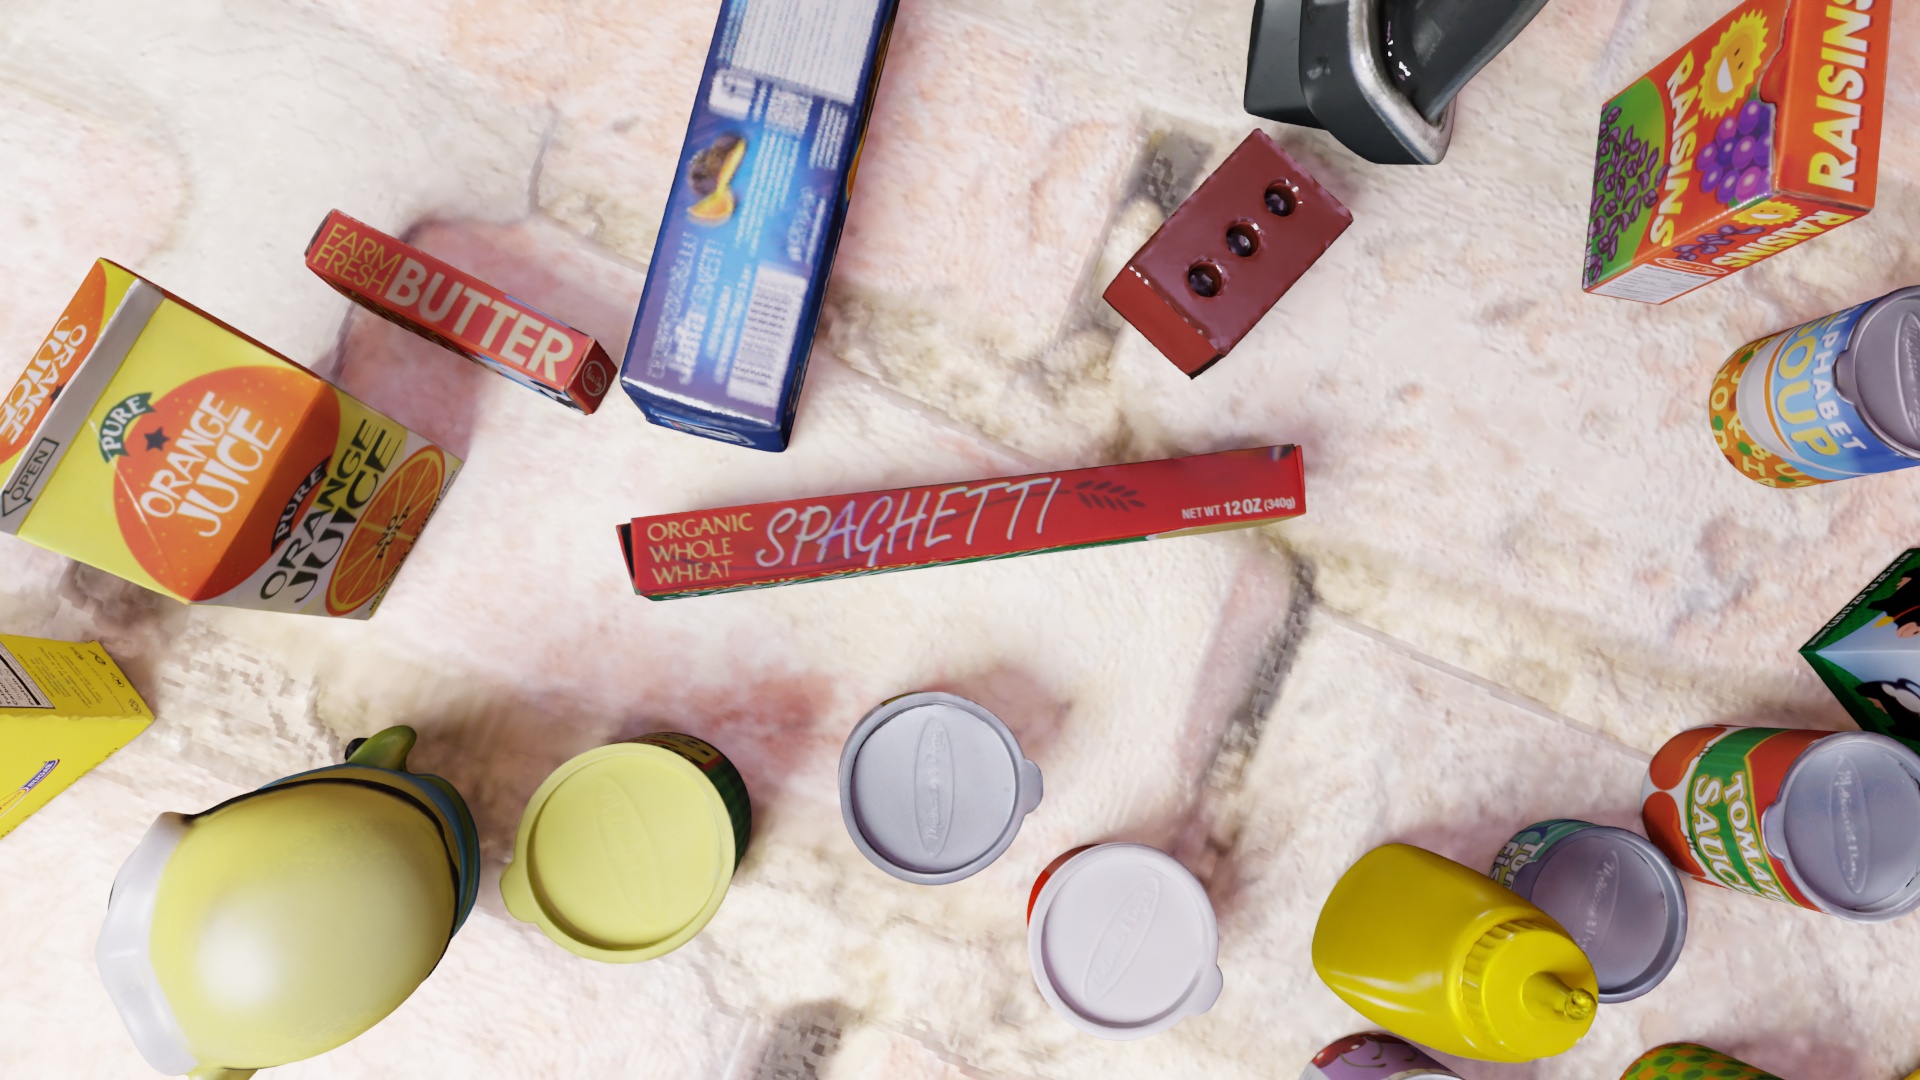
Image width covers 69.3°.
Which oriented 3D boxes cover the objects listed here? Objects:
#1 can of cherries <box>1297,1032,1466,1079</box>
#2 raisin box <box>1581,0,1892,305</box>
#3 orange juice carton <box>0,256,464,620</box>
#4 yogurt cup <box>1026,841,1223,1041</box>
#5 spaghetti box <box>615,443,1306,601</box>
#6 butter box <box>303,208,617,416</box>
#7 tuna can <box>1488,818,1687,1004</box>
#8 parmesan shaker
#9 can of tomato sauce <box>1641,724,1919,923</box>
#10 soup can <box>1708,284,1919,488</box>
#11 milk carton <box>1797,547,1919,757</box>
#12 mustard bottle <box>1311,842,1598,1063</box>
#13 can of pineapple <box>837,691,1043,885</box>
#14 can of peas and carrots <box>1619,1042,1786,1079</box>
[{"bbox_3d":[0.164,0.221,0.510,0.071,0.058,0.071,1,84,-6],"label":"can of cherries"},{"bbox_3d":[0.289,-0.148,0.528,0.040,0.123,0.086,11,84,-5],"label":"raisin box"},{"bbox_3d":[-0.226,-0.025,0.427,0.073,0.192,0.072,29,83,-2],"label":"orange juice carton"},{"bbox_3d":[0.055,0.142,0.509,0.072,0.054,0.072,1,84,-6],"label":"yogurt cup"},{"bbox_3d":[0.002,-0.007,0.521,0.250,0.050,0.028,-7,85,-7],"label":"spaghetti box"},{"bbox_3d":[-0.181,-0.081,0.508,0.103,0.053,0.024,26,83,-3],"label":"butter box"},{"bbox_3d":[0.239,0.141,0.539,0.071,0.033,0.071,1,84,-6],"label":"tuna can"},{"bbox_3d":[-0.109,0.100,0.472,0.071,0.103,0.071,1,85,-6],"label":"parmesan shaker"},{"bbox_3d":[0.309,0.104,0.524,0.071,0.083,0.071,1,84,-6],"label":"can of tomato sauce"},{"bbox_3d":[0.346,-0.057,0.545,0.071,0.083,0.071,1,84,-6],"label":"soup can"},{"bbox_3d":[0.403,0.044,0.486,0.072,0.190,0.073,-39,90,-8],"label":"milk carton"},{"bbox_3d":[0.169,0.143,0.467,0.049,0.160,0.065,33,82,-2],"label":"mustard bottle"},{"bbox_3d":[-0.010,0.089,0.506,0.071,0.058,0.071,1,84,-6],"label":"can of pineapple"},{"bbox_3d":[0.291,0.228,0.522,0.071,0.058,0.071,1,84,-6],"label":"can of peas and carrots"}]
